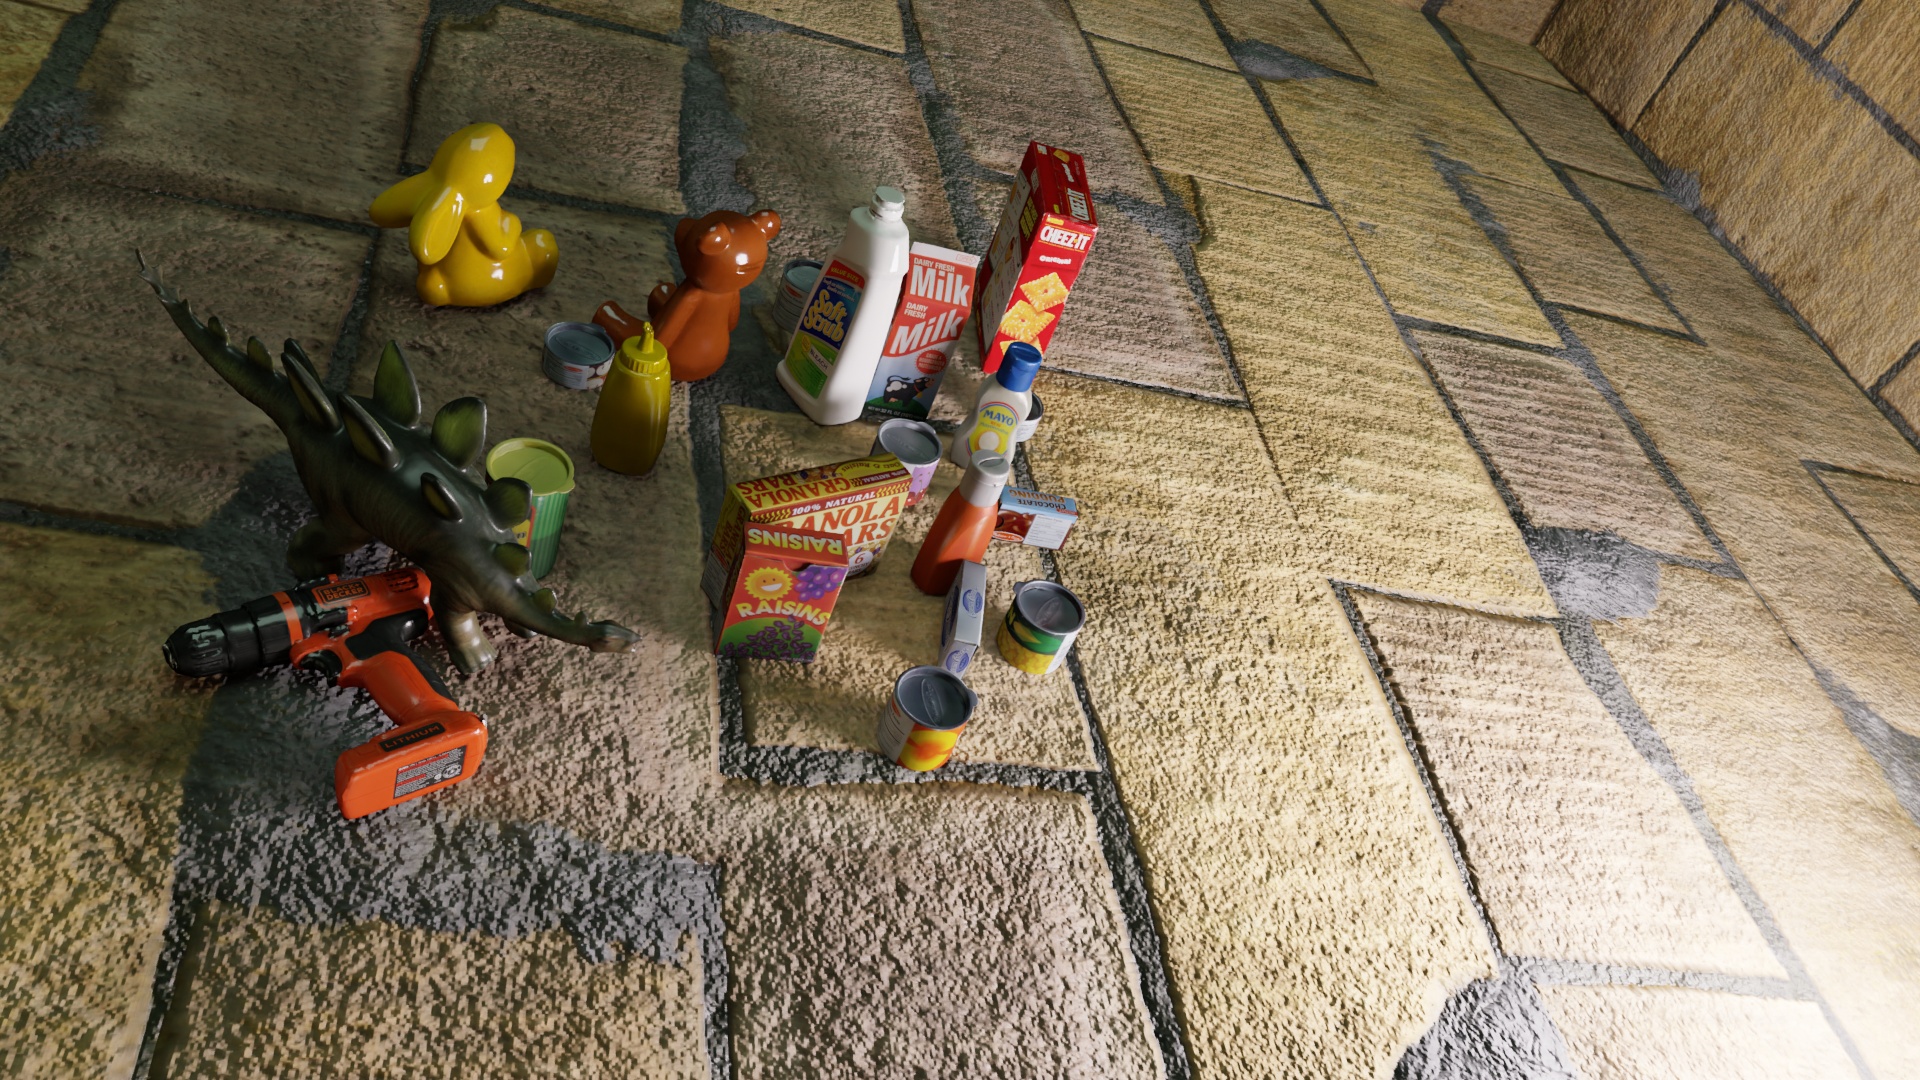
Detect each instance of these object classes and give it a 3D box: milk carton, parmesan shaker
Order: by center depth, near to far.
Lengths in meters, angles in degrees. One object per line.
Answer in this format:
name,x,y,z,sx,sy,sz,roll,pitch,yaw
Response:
parmesan shaker,-0.351,-0.022,1.120,0.071,0.102,0.072,14,41,-12
milk carton,-0.043,-0.219,1.420,0.072,0.189,0.074,9,42,-17

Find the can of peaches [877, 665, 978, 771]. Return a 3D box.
can of peaches,-0.027,0.145,1.130,0.071,0.057,0.071,14,41,-12

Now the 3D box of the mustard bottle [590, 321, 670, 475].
mustard bottle,-0.285,-0.130,1.227,0.065,0.159,0.049,19,40,-6

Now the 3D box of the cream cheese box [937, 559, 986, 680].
cream cheese box,0.001,0.071,1.229,0.024,0.053,0.104,17,40,-9

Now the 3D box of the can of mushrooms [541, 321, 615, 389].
can of mushrooms,-0.368,-0.179,1.339,0.071,0.033,0.071,14,41,-12

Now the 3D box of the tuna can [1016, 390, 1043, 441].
tuna can,0.052,-0.141,1.502,0.071,0.032,0.071,14,41,-12

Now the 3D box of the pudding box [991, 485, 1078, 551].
pudding box,0.068,-0.022,1.367,0.084,0.049,0.030,10,42,-17

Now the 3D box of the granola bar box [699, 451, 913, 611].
granola bar box,-0.131,-0.007,1.195,0.166,0.123,0.039,-15,53,-37

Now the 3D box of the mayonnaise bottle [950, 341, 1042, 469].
mayonnaise bottle,0.040,-0.132,1.397,0.065,0.147,0.041,19,40,-6

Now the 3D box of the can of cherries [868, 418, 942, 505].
can of cherries,-0.056,-0.077,1.360,0.071,0.058,0.072,14,41,-12

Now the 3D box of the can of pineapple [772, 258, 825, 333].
can of pineapple,-0.166,-0.265,1.513,0.071,0.057,0.071,14,41,-12

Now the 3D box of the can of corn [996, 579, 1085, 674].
can of corn,0.069,0.077,1.252,0.071,0.058,0.071,14,41,-12

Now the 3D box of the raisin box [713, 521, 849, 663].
raisin box,-0.148,0.044,1.131,0.086,0.122,0.040,8,42,-18

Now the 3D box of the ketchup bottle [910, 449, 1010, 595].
ketchup bottle,0.004,-0.016,1.252,0.065,0.148,0.043,-15,53,-37
